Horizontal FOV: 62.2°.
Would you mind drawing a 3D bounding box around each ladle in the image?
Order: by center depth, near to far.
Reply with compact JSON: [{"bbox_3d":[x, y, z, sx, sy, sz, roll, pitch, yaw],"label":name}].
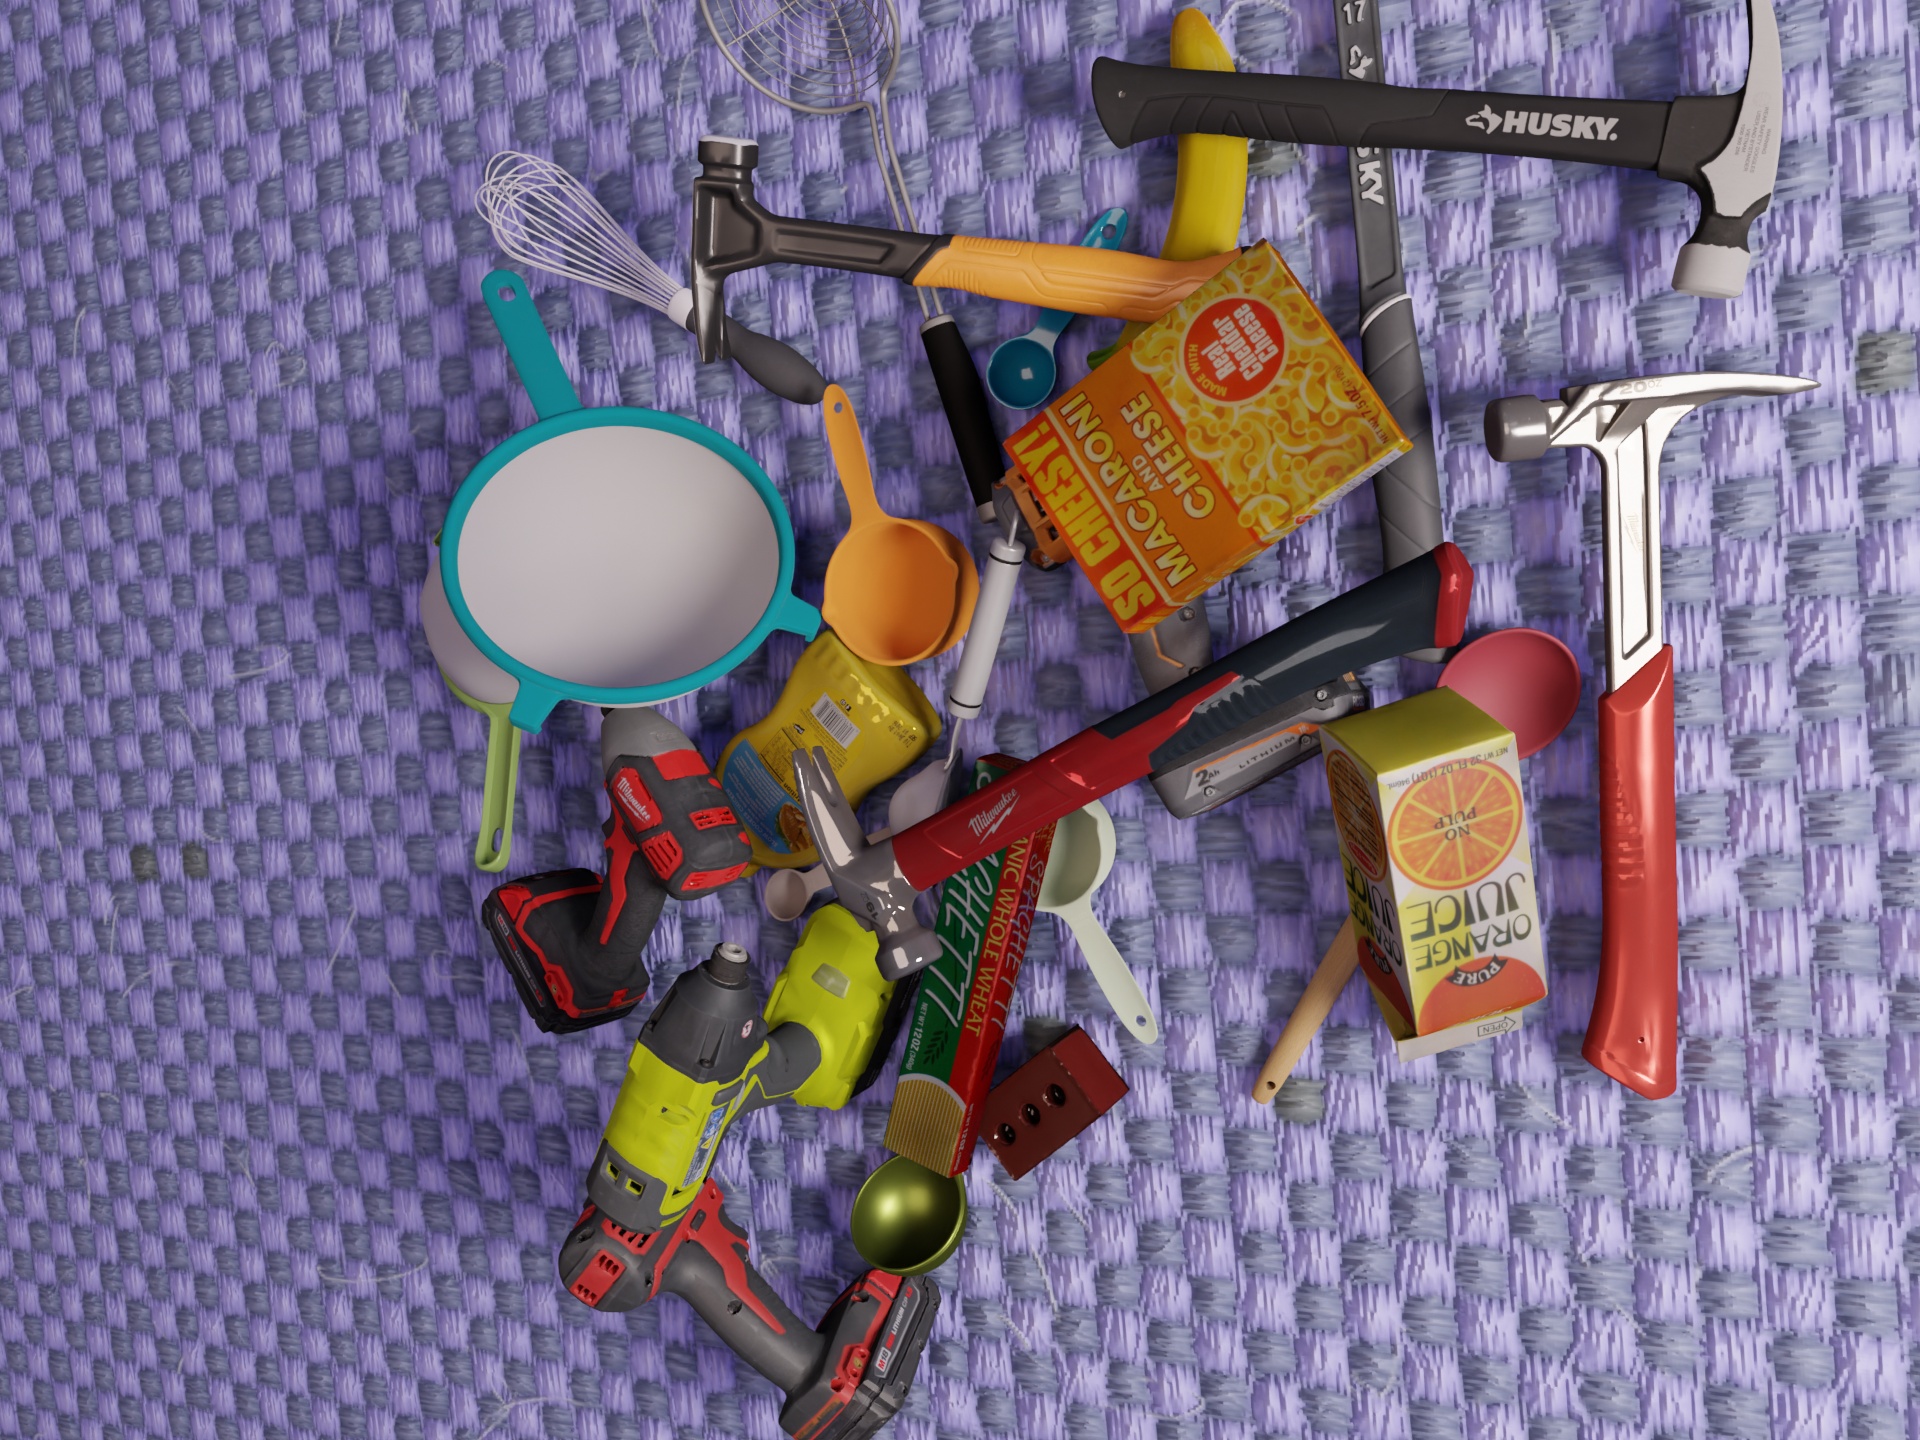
[{"bbox_3d":[0.236,0.086,0.867,0.069,0.031,0.315,27,110,4],"label":"ladle"},{"bbox_3d":[-0.011,0.191,0.986,0.078,0.062,0.320,16,101,37],"label":"ladle"}]

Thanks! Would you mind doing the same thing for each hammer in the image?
[{"bbox_3d":[0.222,-0.302,0.781,0.335,0.035,0.146,14,103,22],"label":"hammer"},{"bbox_3d":[0.344,0.012,0.786,0.149,0.037,0.359,-5,100,3],"label":"hammer"},{"bbox_3d":[0.224,-0.232,0.827,0.149,0.036,0.409,-5,95,26],"label":"hammer"},{"bbox_3d":[0.079,0.000,0.829,0.386,0.038,0.143,-30,81,27],"label":"hammer"},{"bbox_3d":[0.005,-0.242,0.876,0.337,0.034,0.127,11,111,17],"label":"hammer"}]

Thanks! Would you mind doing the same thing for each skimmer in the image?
[{"bbox_3d":[-0.053,-0.286,0.924,0.127,0.090,0.363,-17,90,47],"label":"skimmer"}]

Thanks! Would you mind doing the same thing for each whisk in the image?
[{"bbox_3d":[-0.199,-0.280,1.018,0.285,0.070,0.070,34,110,13],"label":"whisk"}]

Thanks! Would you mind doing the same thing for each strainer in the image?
[{"bbox_3d":[-0.001,-0.003,0.923,0.050,0.087,0.258,17,115,3],"label":"strainer"},{"bbox_3d":[-0.239,-0.139,1.022,0.341,0.211,0.095,62,160,22],"label":"strainer"},{"bbox_3d":[-0.317,-0.030,1.058,0.151,0.069,0.256,-5,75,25],"label":"strainer"}]

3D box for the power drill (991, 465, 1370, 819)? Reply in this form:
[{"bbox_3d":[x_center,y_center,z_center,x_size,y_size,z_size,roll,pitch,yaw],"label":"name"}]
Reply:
[{"bbox_3d":[0.139,-0.083,0.866,0.185,0.084,0.226,-31,78,25],"label":"power drill"}]

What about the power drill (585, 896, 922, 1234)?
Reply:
[{"bbox_3d":[-0.114,0.186,0.940,0.080,0.223,0.171,29,108,20],"label":"power drill"}]

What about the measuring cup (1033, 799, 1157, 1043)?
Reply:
[{"bbox_3d":[0.077,0.112,0.943,0.083,0.038,0.167,-31,85,26],"label":"measuring cup"}]

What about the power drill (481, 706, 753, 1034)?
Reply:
[{"bbox_3d":[-0.225,0.092,1.032,0.143,0.078,0.219,56,128,22],"label":"power drill"}]

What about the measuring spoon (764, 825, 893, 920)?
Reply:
[{"bbox_3d":[-0.073,0.095,1.028,0.124,0.018,0.034,-28,70,20],"label":"measuring spoon"}]

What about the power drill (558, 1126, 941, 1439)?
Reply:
[{"bbox_3d":[-0.128,0.341,1.017,0.226,0.188,0.080,36,116,-2],"label":"power drill"}]

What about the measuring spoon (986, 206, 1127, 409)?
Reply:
[{"bbox_3d":[0.060,-0.237,0.920,0.042,0.021,0.128,35,101,11],"label":"measuring spoon"}]

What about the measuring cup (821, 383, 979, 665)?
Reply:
[{"bbox_3d":[-0.044,-0.119,0.964,0.095,0.052,0.173,-18,86,26],"label":"measuring cup"}]
